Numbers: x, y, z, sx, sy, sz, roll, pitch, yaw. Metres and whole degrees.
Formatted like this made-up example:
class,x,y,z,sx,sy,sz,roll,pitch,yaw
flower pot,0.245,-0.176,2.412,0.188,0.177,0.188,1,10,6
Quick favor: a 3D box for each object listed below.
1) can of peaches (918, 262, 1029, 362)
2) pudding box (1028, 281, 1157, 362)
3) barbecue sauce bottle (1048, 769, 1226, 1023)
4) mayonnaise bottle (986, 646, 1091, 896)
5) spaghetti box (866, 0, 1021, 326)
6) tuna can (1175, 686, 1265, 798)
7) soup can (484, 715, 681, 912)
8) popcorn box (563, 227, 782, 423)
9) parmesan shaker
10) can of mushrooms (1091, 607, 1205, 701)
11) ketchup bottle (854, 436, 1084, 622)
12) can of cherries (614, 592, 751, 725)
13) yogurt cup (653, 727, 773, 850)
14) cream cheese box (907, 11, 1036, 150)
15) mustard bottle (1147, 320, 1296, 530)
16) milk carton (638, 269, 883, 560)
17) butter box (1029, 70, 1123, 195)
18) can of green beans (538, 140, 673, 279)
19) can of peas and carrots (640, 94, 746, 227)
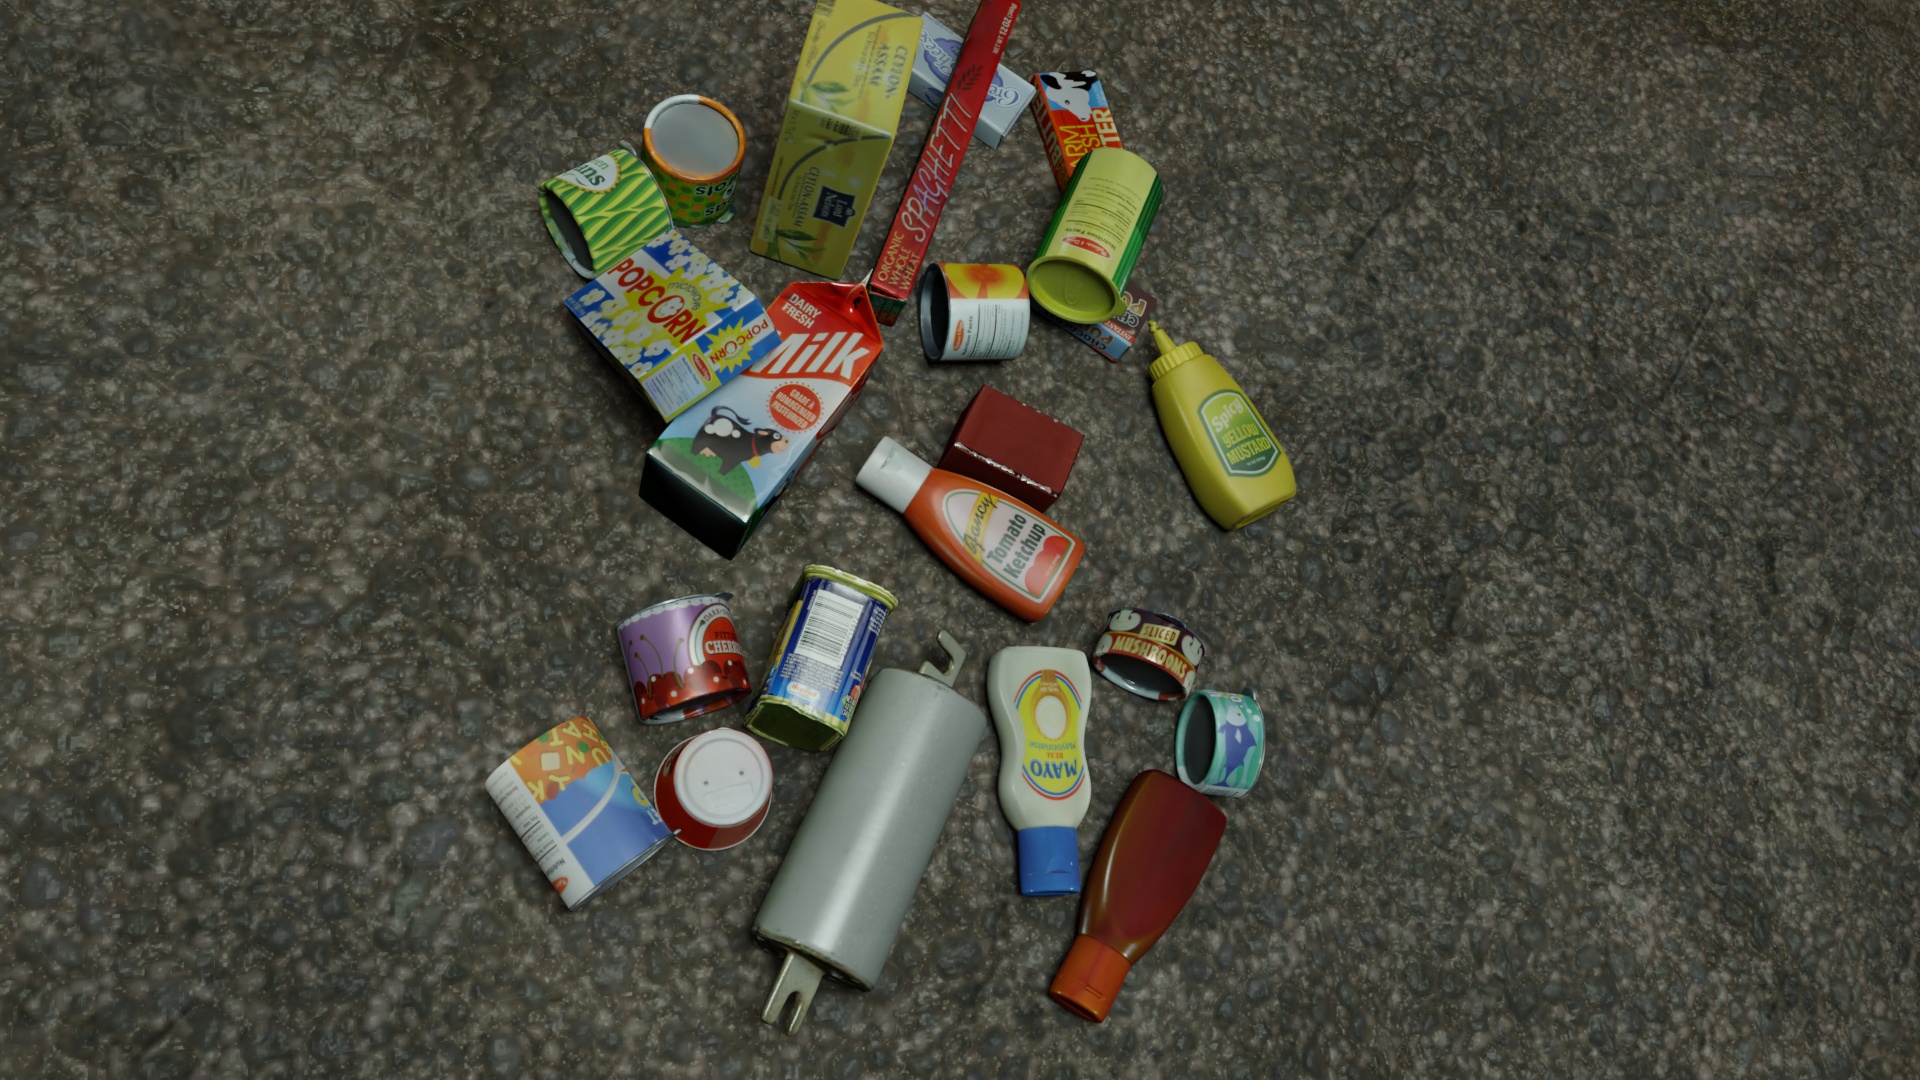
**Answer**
class,x,y,z,sx,sy,sz,roll,pitch,yaw
can of peaches,0.008,-0.155,0.935,0.058,0.071,0.071,-3,72,-18
pudding box,0.091,-0.170,0.985,0.084,0.030,0.050,33,65,-3
barbecue sauce bottle,0.103,0.215,0.838,0.065,0.043,0.149,34,65,-3
mayonnaise bottle,0.051,0.140,0.851,0.065,0.041,0.148,4,69,-18
spaghetti box,-0.014,-0.266,0.959,0.029,0.050,0.251,22,74,-9
tuna can,0.163,0.126,0.877,0.033,0.070,0.071,9,68,-14
soup can,-0.205,0.146,0.756,0.071,0.071,0.084,-34,83,-25
popcorn box,-0.176,-0.133,0.837,0.085,0.038,0.127,-37,45,-12
parmesan shaker,0.095,-0.207,0.946,0.071,0.071,0.103,27,63,-6
can of mushrooms,0.120,0.072,0.882,0.071,0.070,0.033,29,67,-6
ketchup bottle,0.003,-0.011,0.892,0.149,0.043,0.065,33,70,-3
can of cherries,-0.156,0.068,0.797,0.072,0.071,0.058,-12,75,-21
yogurt cup,-0.137,0.138,0.786,0.072,0.053,0.072,6,70,-15
cream cheese box,-0.001,-0.339,1.023,0.104,0.024,0.053,34,66,-3
mustard bottle,0.171,-0.087,0.969,0.065,0.048,0.160,-24,79,-25
milk carton,-0.113,-0.089,0.868,0.073,0.072,0.191,36,64,-2
butter box,0.089,-0.302,1.037,0.053,0.024,0.103,-10,74,-21
can of green beans,-0.225,-0.207,0.880,0.058,0.071,0.071,-34,83,-25
can of peas and carrots,-0.176,-0.248,0.915,0.071,0.058,0.071,6,69,-15
